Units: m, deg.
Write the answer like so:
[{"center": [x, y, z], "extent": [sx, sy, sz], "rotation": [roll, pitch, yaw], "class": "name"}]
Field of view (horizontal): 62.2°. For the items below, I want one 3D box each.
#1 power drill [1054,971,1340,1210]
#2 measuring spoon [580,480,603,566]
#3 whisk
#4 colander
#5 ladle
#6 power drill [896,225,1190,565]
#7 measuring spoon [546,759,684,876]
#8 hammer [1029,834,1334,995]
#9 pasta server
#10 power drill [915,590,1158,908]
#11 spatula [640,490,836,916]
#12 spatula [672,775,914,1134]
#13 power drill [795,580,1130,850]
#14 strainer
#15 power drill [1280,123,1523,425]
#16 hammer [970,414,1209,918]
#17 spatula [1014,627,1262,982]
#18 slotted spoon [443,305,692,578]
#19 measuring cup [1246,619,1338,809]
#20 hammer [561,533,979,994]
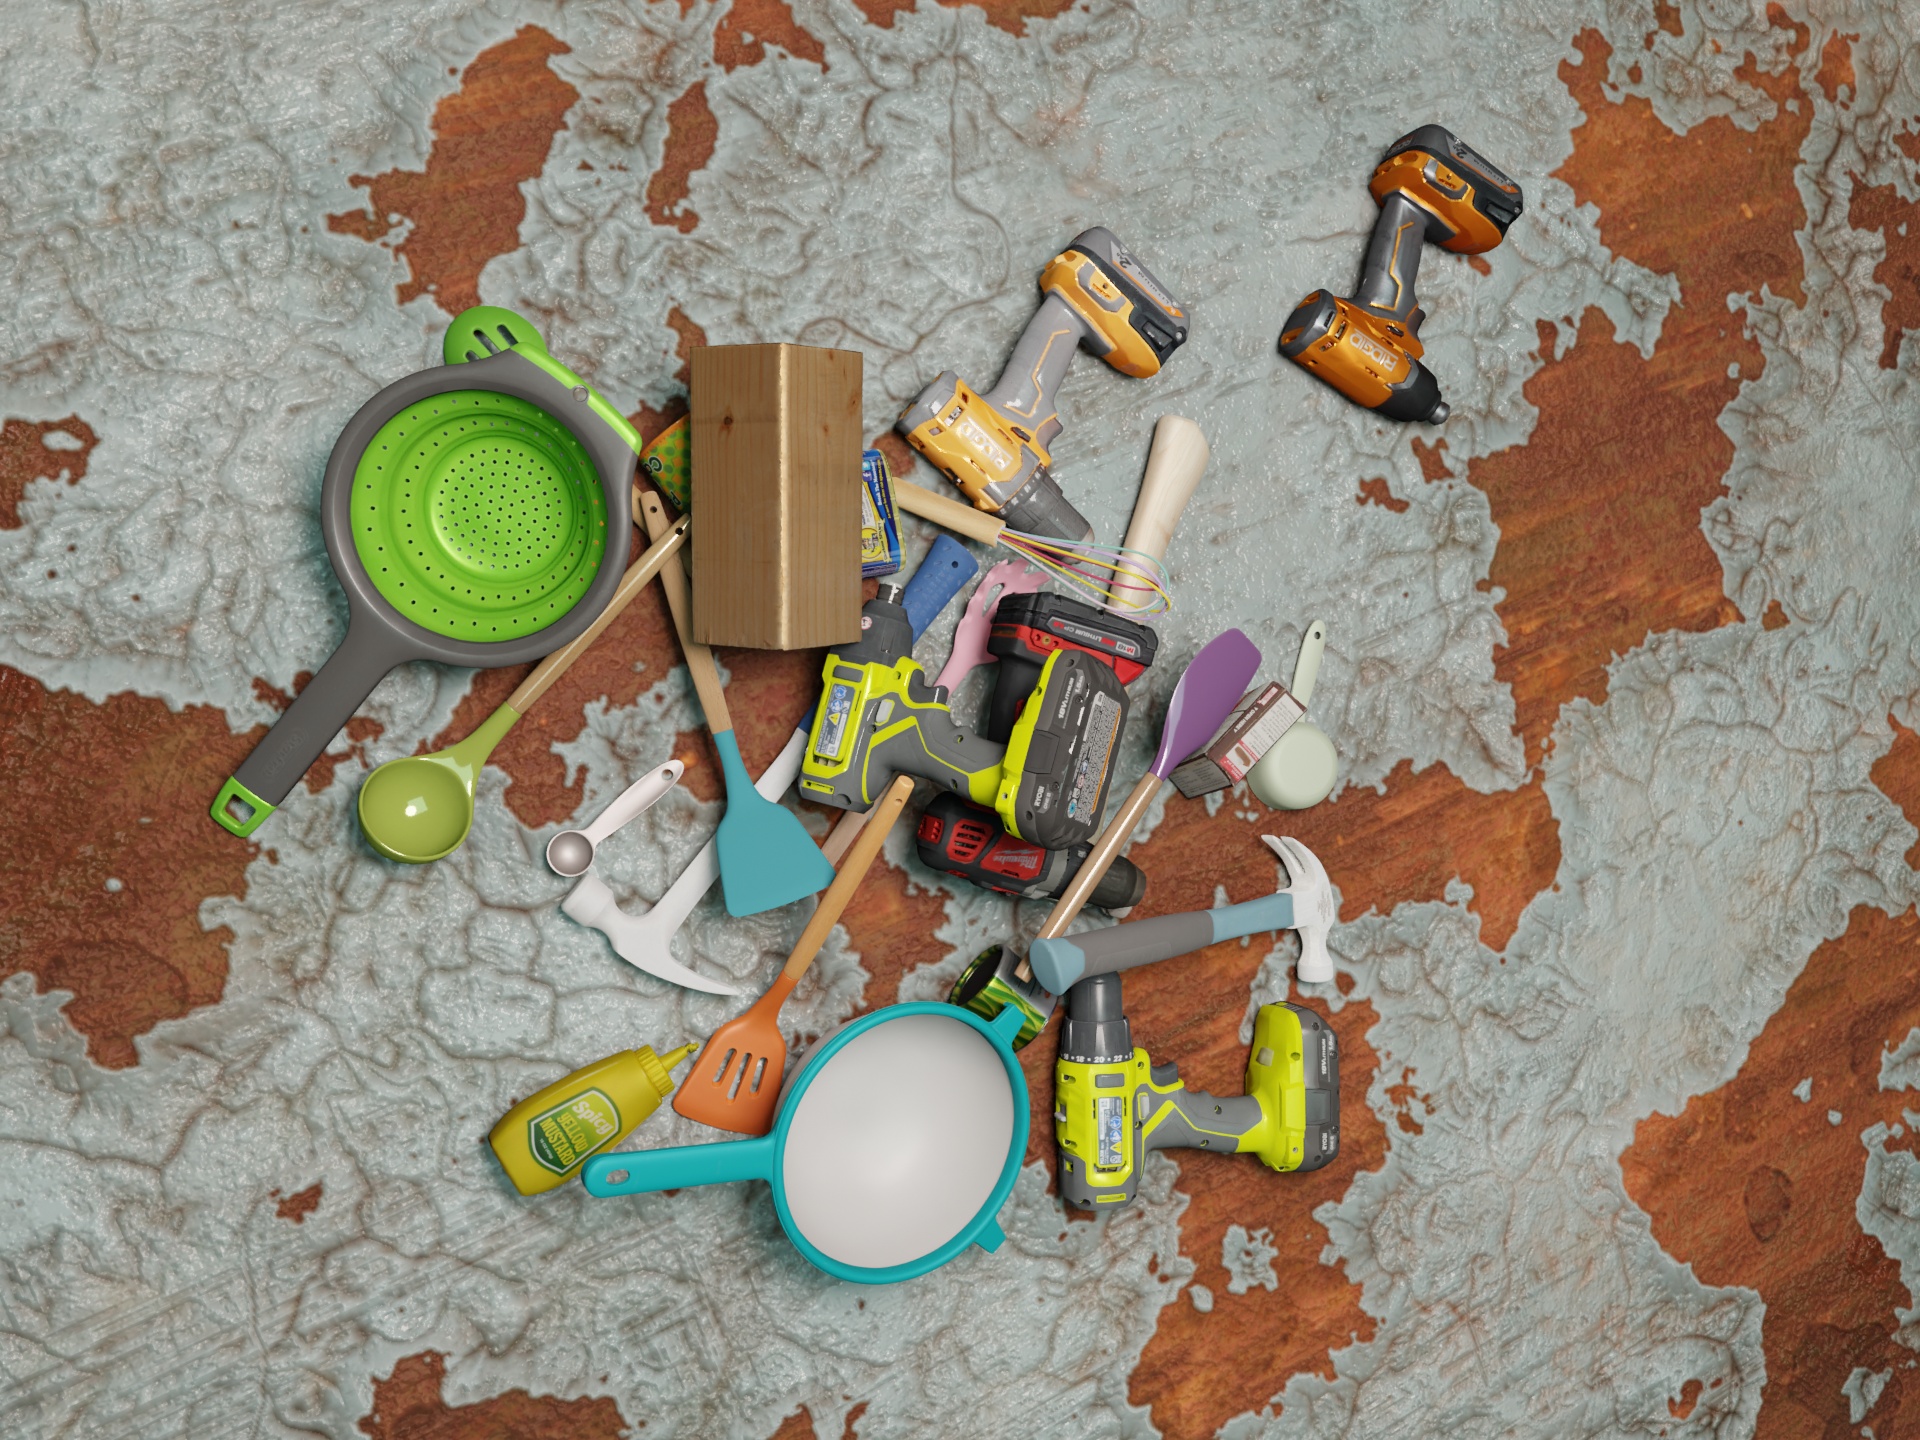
[{"center": [0.186, 0.287, 1.287], "extent": [0.228, 0.080, 0.190], "rotation": [0, 88, -16], "class": "power drill"}, {"center": [-0.262, -0.162, 1.165], "extent": [0.021, 0.011, 0.117], "rotation": [14, 106, -8], "class": "measuring spoon"}, {"center": [0.050, -0.137, 1.221], "extent": [0.245, 0.047, 0.051], "rotation": [24, 101, 12], "class": "whisk"}, {"center": [-0.382, -0.083, 1.115], "extent": [0.204, 0.094, 0.397], "rotation": [40, 95, -12], "class": "colander"}, {"center": [-0.299, -0.028, 1.125], "extent": [0.078, 0.062, 0.320], "rotation": [43, 84, -9], "class": "ladle"}, {"center": [0.085, -0.253, 1.269], "extent": [0.185, 0.084, 0.226], "rotation": [43, 81, -13], "class": "power drill"}, {"center": [-0.255, 0.071, 1.182], "extent": [0.124, 0.018, 0.034], "rotation": [-41, 90, -22], "class": "measuring spoon"}, {"center": [0.183, 0.167, 1.249], "extent": [0.331, 0.033, 0.128], "rotation": [-5, 94, -40], "class": "hammer"}, {"center": [-0.031, 0.005, 1.243], "extent": [0.060, 0.040, 0.316], "rotation": [38, 79, -18], "class": "pasta server"}, {"center": [0.080, 0.030, 1.223], "extent": [0.187, 0.080, 0.227], "rotation": [18, 86, -21], "class": "power drill"}, {"center": [-0.178, -0.018, 1.158], "extent": [0.082, 0.044, 0.317], "rotation": [-18, 89, -14], "class": "spatula"}, {"center": [-0.111, 0.172, 1.150], "extent": [0.081, 0.041, 0.322], "rotation": [21, 116, -20], "class": "spatula"}, {"center": [-0.002, -0.004, 1.135], "extent": [0.080, 0.223, 0.171], "rotation": [23, 81, -60], "class": "power drill"}, {"center": [-0.116, 0.300, 1.158], "extent": [0.340, 0.095, 0.211], "rotation": [2, 97, -28], "class": "strainer"}, {"center": [0.392, -0.374, 1.373], "extent": [0.164, 0.084, 0.226], "rotation": [30, 84, -16], "class": "power drill"}, {"center": [0.118, -0.055, 1.295], "extent": [0.146, 0.038, 0.411], "rotation": [17, 83, -16], "class": "hammer"}, {"center": [0.132, 0.063, 1.203], "extent": [0.059, 0.018, 0.316], "rotation": [40, 79, -31], "class": "spatula"}, {"center": [-0.259, -0.181, 1.180], "extent": [0.070, 0.031, 0.313], "rotation": [-45, 103, -8], "class": "slotted spoon"}, {"center": [0.294, -0.006, 1.348], "extent": [0.083, 0.038, 0.167], "rotation": [15, 86, -17], "class": "measuring cup"}, {"center": [-0.117, 0.026, 1.215], "extent": [0.144, 0.035, 0.405], "rotation": [41, 77, -13], "class": "hammer"}]
